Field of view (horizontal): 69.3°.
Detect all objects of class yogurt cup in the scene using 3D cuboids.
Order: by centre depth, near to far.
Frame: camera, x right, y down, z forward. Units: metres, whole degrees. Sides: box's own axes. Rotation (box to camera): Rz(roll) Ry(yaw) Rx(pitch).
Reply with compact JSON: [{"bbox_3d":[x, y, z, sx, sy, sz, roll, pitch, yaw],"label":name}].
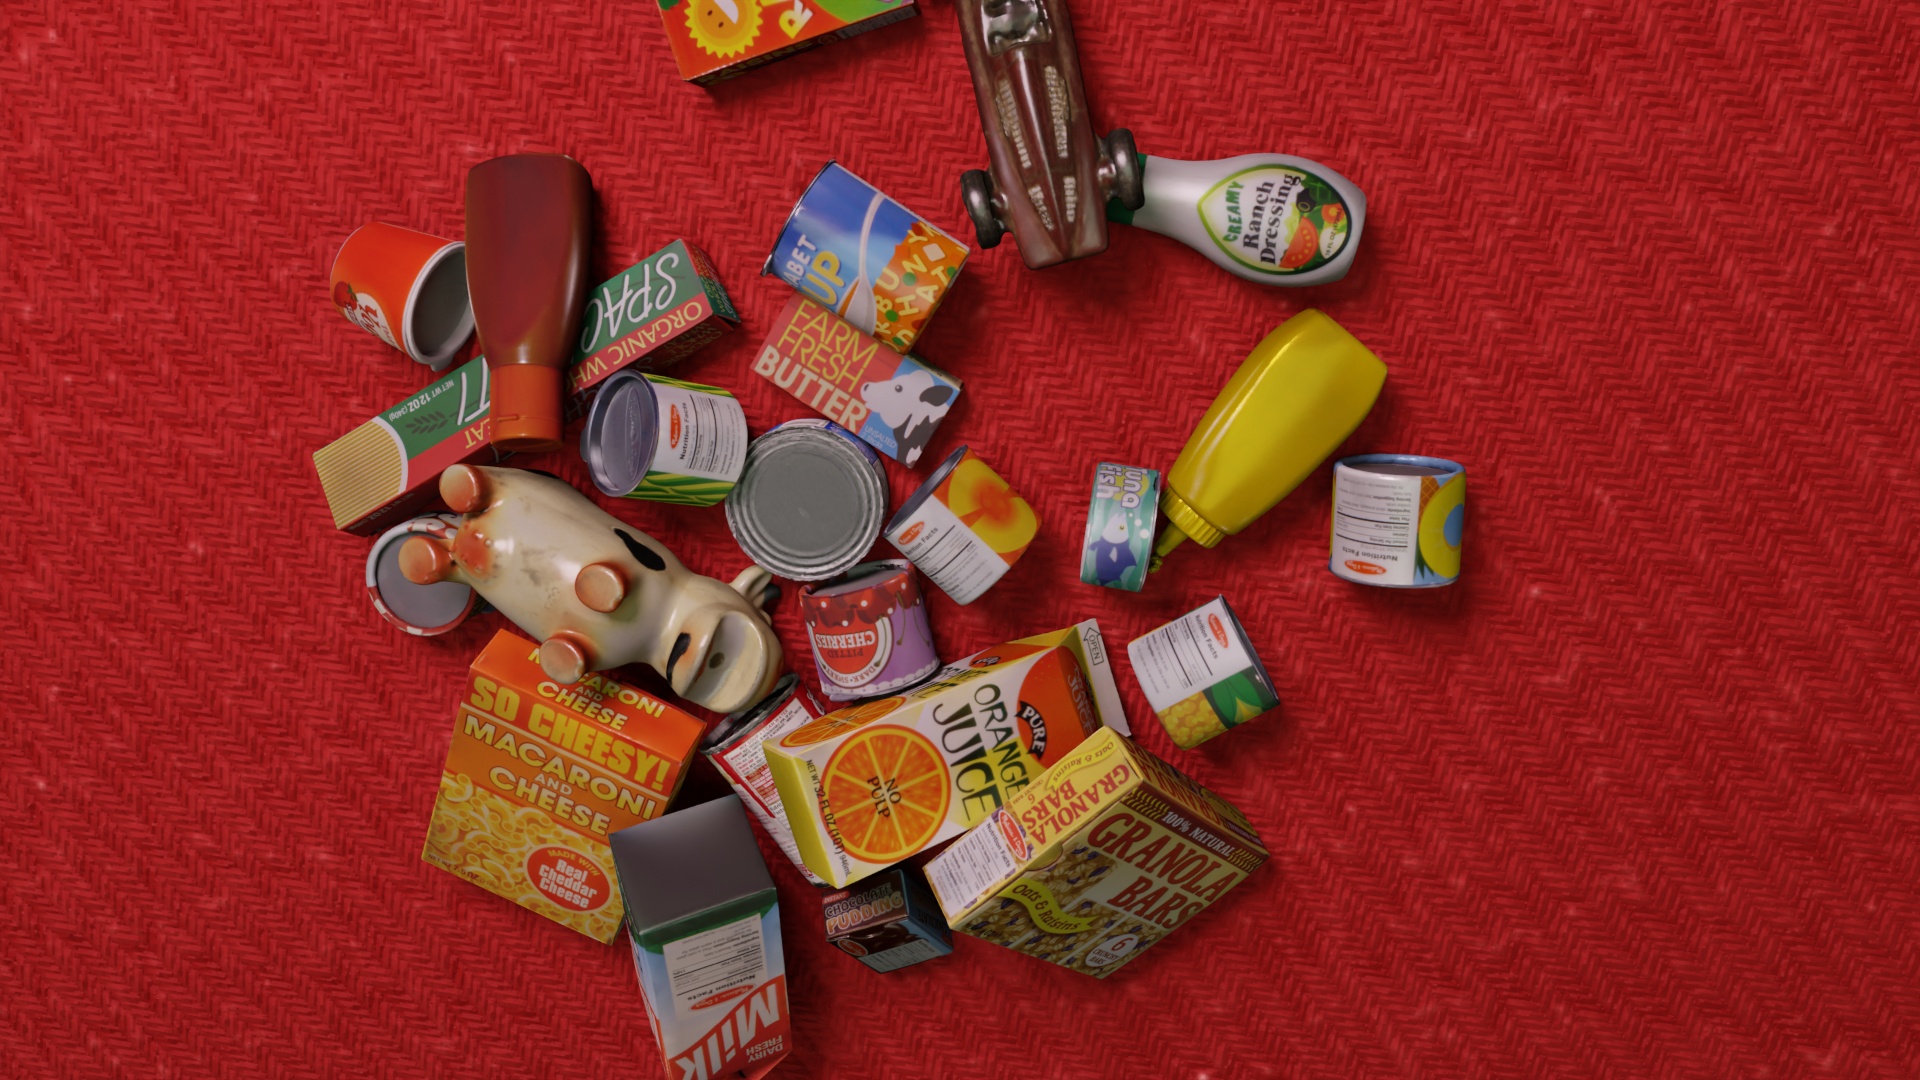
[{"bbox_3d":[-0.292,-0.133,0.732,0.054,0.072,0.072,22,105,7],"label":"yogurt cup"}]

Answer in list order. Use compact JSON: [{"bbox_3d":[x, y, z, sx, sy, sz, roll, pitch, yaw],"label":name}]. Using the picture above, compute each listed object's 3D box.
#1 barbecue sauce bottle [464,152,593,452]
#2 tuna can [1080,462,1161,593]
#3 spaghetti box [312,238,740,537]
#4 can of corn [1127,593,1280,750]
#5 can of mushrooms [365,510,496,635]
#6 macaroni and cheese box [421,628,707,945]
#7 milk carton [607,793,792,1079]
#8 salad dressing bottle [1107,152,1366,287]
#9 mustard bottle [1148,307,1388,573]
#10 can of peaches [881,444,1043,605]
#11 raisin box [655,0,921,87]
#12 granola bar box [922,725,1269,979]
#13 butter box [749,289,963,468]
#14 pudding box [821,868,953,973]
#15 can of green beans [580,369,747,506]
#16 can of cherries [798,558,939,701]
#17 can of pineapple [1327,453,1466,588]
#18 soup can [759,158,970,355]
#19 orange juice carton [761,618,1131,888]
[{"bbox_3d":[-0.222,-0.121,0.712,0.065,0.043,0.148,-5,80,13],"label":"barbecue sauce bottle"},{"bbox_3d":[0.084,-0.009,0.728,0.033,0.071,0.071,9,104,3],"label":"tuna can"},{"bbox_3d":[-0.237,-0.080,0.750,0.250,0.028,0.050,-27,77,10],"label":"spaghetti box"},{"bbox_3d":[0.131,0.073,0.747,0.058,0.071,0.071,-29,100,11],"label":"can of corn"},{"bbox_3d":[-0.295,0.020,0.784,0.071,0.033,0.071,1,103,4],"label":"can of mushrooms"},{"bbox_3d":[-0.225,0.141,0.778,0.124,0.040,0.165,25,124,-2],"label":"macaroni and cheese box"},{"bbox_3d":[-0.141,0.238,0.774,0.073,0.072,0.189,-15,130,-19],"label":"milk carton"},{"bbox_3d":[0.126,-0.168,0.700,0.148,0.044,0.064,13,104,4],"label":"salad dressing bottle"},{"bbox_3d":[0.148,-0.045,0.725,0.065,0.049,0.160,40,104,-6],"label":"mustard bottle"},{"bbox_3d":[0.003,-0.009,0.738,0.058,0.071,0.071,43,103,-7],"label":"can of peaches"},{"bbox_3d":[-0.092,-0.287,0.691,0.123,0.040,0.086,-16,103,7],"label":"raisin box"},{"bbox_3d":[0.077,0.171,0.736,0.124,0.039,0.165,-40,140,12],"label":"granola bar box"},{"bbox_3d":[-0.055,-0.088,0.744,0.103,0.024,0.053,31,103,-4],"label":"butter box"},{"bbox_3d":[-0.040,0.217,0.788,0.049,0.083,0.030,-19,57,10],"label":"pudding box"},{"bbox_3d":[-0.154,-0.053,0.729,0.071,0.058,0.071,-6,80,43],"label":"can of green beans"},{"bbox_3d":[-0.051,0.047,0.751,0.071,0.072,0.058,-11,102,7],"label":"can of cherries"},{"bbox_3d":[0.226,-0.012,0.719,0.071,0.071,0.057,1,104,5],"label":"can of pineapple"},{"bbox_3d":[-0.048,-0.141,0.707,0.084,0.071,0.071,32,104,-4],"label":"soup can"},{"bbox_3d":[0.001,0.107,0.735,0.193,0.073,0.071,-20,95,-21],"label":"orange juice carton"}]
